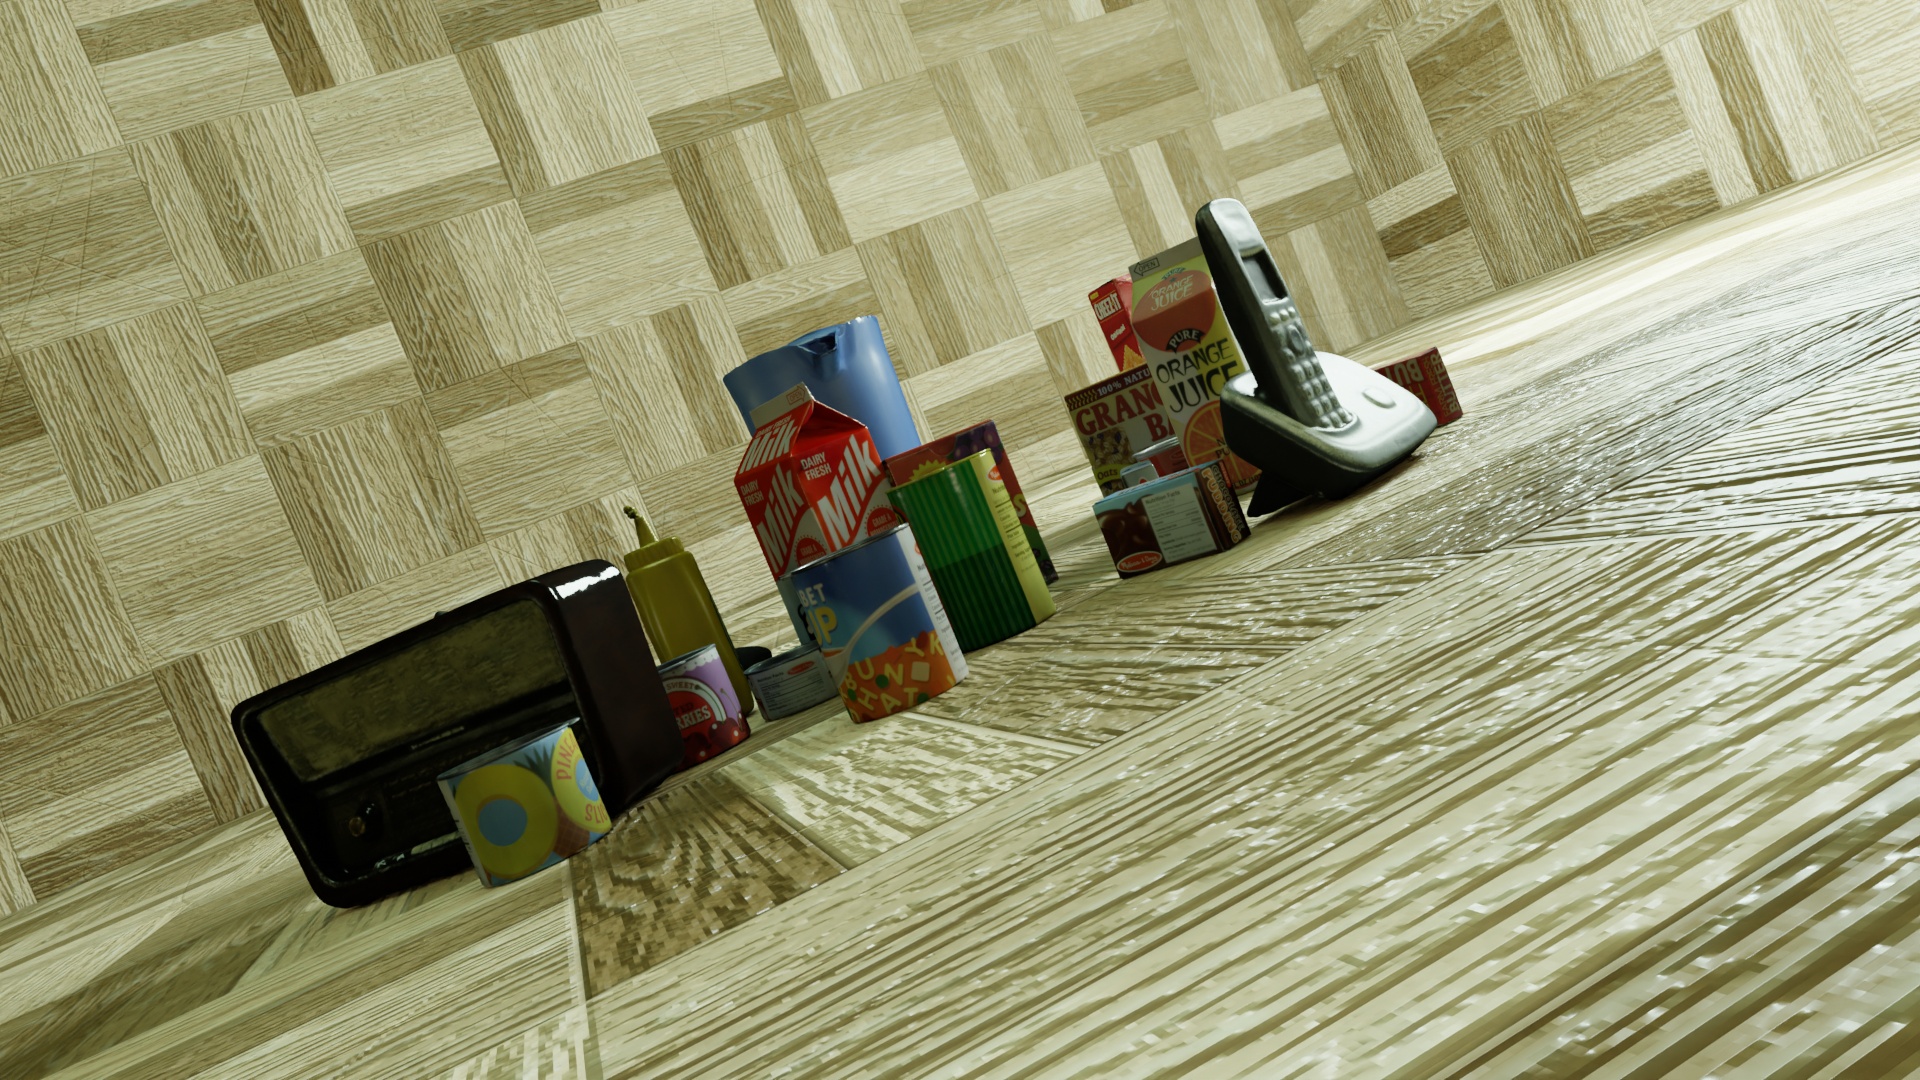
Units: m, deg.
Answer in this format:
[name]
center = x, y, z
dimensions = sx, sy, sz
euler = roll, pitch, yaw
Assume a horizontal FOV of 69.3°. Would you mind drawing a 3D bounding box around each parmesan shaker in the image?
[parmesan shaker]
center = 0.005, 0.007, 0.801
dimensions = 0.071, 0.103, 0.071
euler = -22, 2, 1

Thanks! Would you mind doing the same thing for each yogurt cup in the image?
[yogurt cup]
center = 0.185, -0.059, 1.140
dimensions = 0.072, 0.054, 0.072
euler = -22, 3, 1

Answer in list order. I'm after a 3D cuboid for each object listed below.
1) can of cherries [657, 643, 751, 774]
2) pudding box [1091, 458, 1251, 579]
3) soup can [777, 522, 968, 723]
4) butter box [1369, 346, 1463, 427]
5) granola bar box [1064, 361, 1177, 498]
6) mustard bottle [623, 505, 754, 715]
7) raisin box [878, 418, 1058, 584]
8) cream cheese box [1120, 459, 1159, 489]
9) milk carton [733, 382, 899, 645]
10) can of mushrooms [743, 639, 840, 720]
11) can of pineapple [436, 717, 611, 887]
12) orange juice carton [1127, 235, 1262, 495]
[can of cherries]
center = -0.163, 0.100, 0.808
dimensions = 0.071, 0.058, 0.071
euler = -22, 3, 1
[pudding box]
center = 0.121, -0.012, 0.804
dimensions = 0.030, 0.049, 0.083
euler = -25, 3, -42
[soup can]
center = -0.044, 0.043, 0.703
dimensions = 0.071, 0.083, 0.071
euler = -22, 2, 1
[butter box]
center = 0.302, -0.098, 0.983
dimensions = 0.024, 0.053, 0.103
euler = -24, 3, -30
[granola bar box]
center = 0.186, -0.104, 1.276
dimensions = 0.165, 0.124, 0.039
euler = -20, 3, 43
[mustard bottle]
center = -0.187, 0.049, 0.926
dimensions = 0.049, 0.160, 0.065
euler = -23, 2, -17
[raisin box]
center = 0.003, -0.012, 0.965
dimensions = 0.086, 0.123, 0.040
euler = -23, 2, -18
[cream cheese box]
center = 0.132, -0.027, 0.966
dimensions = 0.024, 0.053, 0.104
euler = -22, 3, 8
[milk carton]
center = -0.089, -0.009, 0.942
dimensions = 0.074, 0.190, 0.072
euler = -25, 3, -43
[can of mushrooms]
center = -0.097, 0.083, 0.860
dimensions = 0.071, 0.033, 0.071
euler = -22, 3, 1
[can of pineapple]
center = -0.208, 0.126, 0.671
dimensions = 0.071, 0.058, 0.071
euler = -22, 3, 1
[orange juice carton]
center = 0.193, -0.132, 1.054
dimensions = 0.071, 0.192, 0.073
euler = -21, 3, 33
